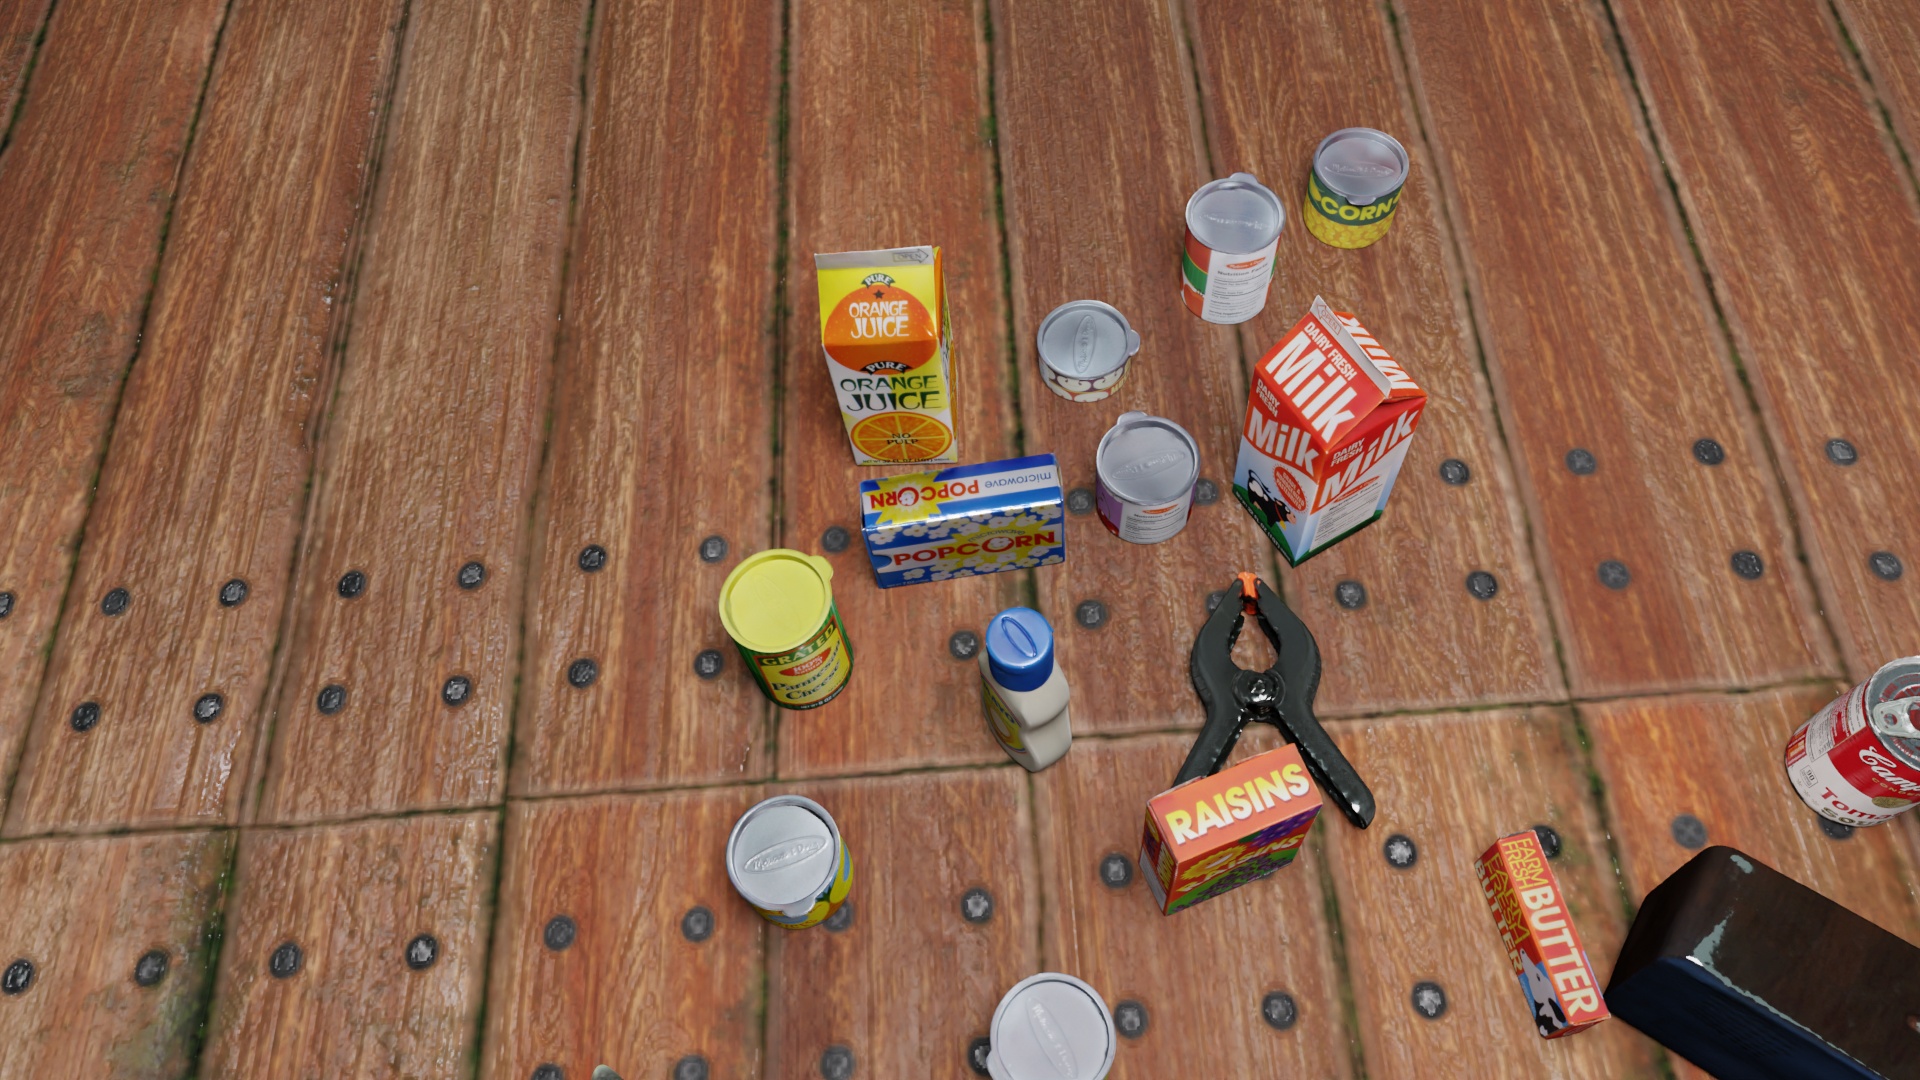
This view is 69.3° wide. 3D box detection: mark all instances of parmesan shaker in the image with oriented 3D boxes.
[{"bbox_3d":[-0.102,0.056,0.854,0.071,0.102,0.071,-2,63,4],"label":"parmesan shaker"}]

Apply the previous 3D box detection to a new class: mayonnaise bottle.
[{"bbox_3d":[0.036,0.084,0.803,0.041,0.147,0.065,-34,65,-12],"label":"mayonnaise bottle"}]

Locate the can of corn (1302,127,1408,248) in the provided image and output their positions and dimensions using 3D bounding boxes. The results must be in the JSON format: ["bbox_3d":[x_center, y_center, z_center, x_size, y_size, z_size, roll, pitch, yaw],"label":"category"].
[{"bbox_3d":[0.285,-0.252,1.007,0.071,0.058,0.071,-2,63,4],"label":"can of corn"}]

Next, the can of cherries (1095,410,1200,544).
[{"bbox_3d":[0.121,-0.041,0.911,0.071,0.058,0.072,-2,63,4],"label":"can of cherries"}]

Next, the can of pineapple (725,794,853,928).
[{"bbox_3d":[-0.099,0.190,0.810,0.071,0.057,0.071,-2,63,4],"label":"can of pineapple"}]

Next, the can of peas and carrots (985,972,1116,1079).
[{"bbox_3d":[0.048,0.275,0.753,0.071,0.058,0.071,-2,63,4],"label":"can of peas and carrots"}]

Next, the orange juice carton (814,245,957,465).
[{"bbox_3d":[-0.044,-0.126,0.893,0.072,0.192,0.073,-2,63,4],"label":"orange juice carton"}]

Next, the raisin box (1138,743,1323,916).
[{"bbox_3d":[0.146,0.161,0.767,0.086,0.123,0.040,-20,63,-6],"label":"raisin box"}]

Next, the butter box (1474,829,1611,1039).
[{"bbox_3d":[0.318,0.217,0.764,0.024,0.053,0.104,-12,62,-1],"label":"butter box"}]

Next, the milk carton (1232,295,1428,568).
[{"bbox_3d":[0.222,-0.067,0.842,0.073,0.189,0.072,-28,64,-9],"label":"milk carton"}]

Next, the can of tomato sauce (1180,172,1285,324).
[{"bbox_3d":[0.189,-0.204,0.976,0.071,0.082,0.071,-2,63,4],"label":"can of tomato sauce"}]

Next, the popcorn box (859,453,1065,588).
[{"bbox_3d":[0.003,-0.011,0.890,0.127,0.085,0.038,-8,63,0],"label":"popcorn box"}]

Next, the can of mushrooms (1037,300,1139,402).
[{"bbox_3d":[0.090,-0.132,0.975,0.071,0.033,0.071,-2,63,4],"label":"can of mushrooms"}]
